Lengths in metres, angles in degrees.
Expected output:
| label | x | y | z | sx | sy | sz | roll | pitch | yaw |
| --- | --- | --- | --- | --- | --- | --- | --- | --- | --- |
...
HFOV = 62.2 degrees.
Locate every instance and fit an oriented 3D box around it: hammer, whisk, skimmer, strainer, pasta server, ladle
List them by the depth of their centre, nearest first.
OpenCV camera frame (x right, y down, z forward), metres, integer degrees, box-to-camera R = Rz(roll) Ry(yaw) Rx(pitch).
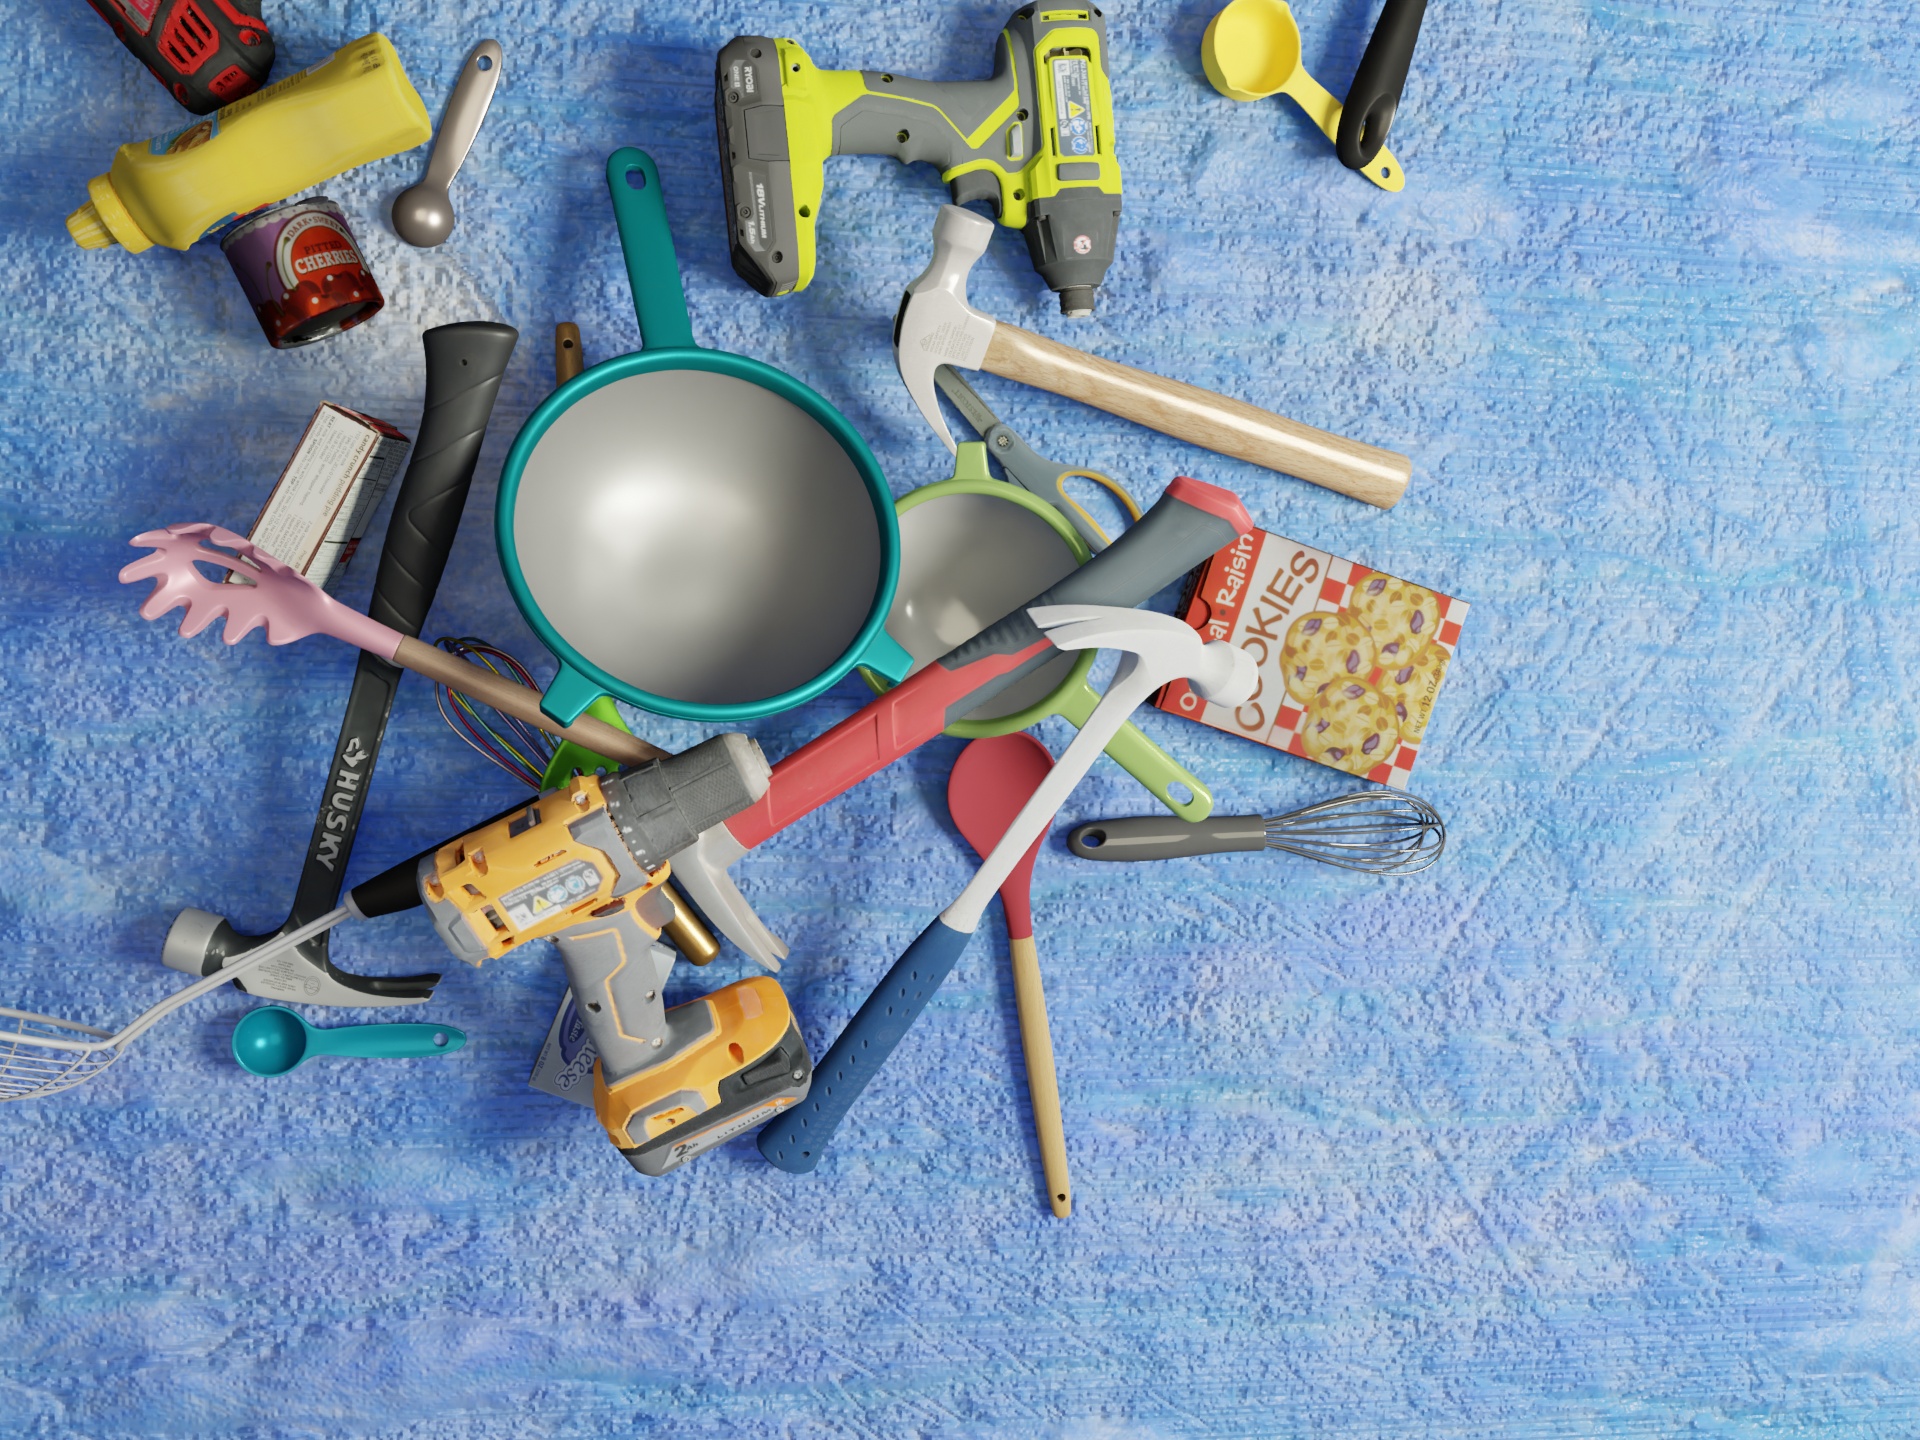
| label | x | y | z | sx | sy | sz | roll | pitch | yaw |
| --- | --- | --- | --- | --- | --- | --- | --- | --- | --- |
| pasta server | -0.268 | -0.022 | 0.827 | 0.316 | 0.040 | 0.060 | 26 | 117 | -14 |
| skimmer | -0.388 | 0.101 | 0.842 | 0.363 | 0.127 | 0.090 | -27 | 81 | -7 |
| hammer | -0.311 | -0.020 | 0.861 | 0.149 | 0.036 | 0.409 | 19 | 107 | -10 |
| strainer | -0.159 | -0.148 | 0.879 | 0.211 | 0.095 | 0.340 | -8 | 74 | -21 |
| hammer | -0.001 | -0.003 | 0.890 | 0.386 | 0.038 | 0.143 | -32 | 100 | 16 |
| hammer | -0.001 | 0.104 | 0.893 | 0.144 | 0.035 | 0.405 | 19 | 115 | -39 |
| hammer | 0.117 | -0.182 | 0.927 | 0.331 | 0.031 | 0.130 | 15 | 114 | -19 |
| whisk | -0.223 | 0.048 | 0.928 | 0.047 | 0.051 | 0.245 | -33 | 104 | 17 |
| strainer | 0.049 | -0.036 | 0.930 | 0.256 | 0.069 | 0.151 | 41 | 108 | -6 |
| whisk | 0.277 | -0.467 | 0.931 | 0.073 | 0.073 | 0.296 | 18 | 94 | -9 |
| ladle | 0.042 | 0.158 | 0.979 | 0.069 | 0.031 | 0.315 | -9 | 98 | -5 |
| whisk | 0.184 | 0.072 | 0.982 | 0.239 | 0.055 | 0.055 | -2 | 96 | -3 |

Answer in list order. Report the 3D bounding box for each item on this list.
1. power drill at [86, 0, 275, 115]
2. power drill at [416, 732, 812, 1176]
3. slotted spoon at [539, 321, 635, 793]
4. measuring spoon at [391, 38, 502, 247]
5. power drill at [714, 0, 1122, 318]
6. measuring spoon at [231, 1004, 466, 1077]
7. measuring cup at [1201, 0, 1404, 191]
| label | x | y | z | sx | sy | sz | roll | pitch | yaw |
| --- | --- | --- | --- | --- | --- | --- | --- | --- | --- |
| power drill | -0.373 | -0.444 | 0.840 | 0.219 | 0.078 | 0.143 | -42 | 99 | 1 |
| power drill | -0.157 | 0.121 | 0.863 | 0.185 | 0.084 | 0.226 | -27 | 121 | -5 |
| slotted spoon | -0.210 | -0.071 | 0.899 | 0.070 | 0.031 | 0.314 | -4 | 86 | -13 |
| measuring spoon | -0.285 | -0.325 | 0.890 | 0.034 | 0.018 | 0.124 | 22 | 91 | -9 |
| power drill | -0.020 | -0.310 | 0.901 | 0.223 | 0.080 | 0.171 | -7 | 96 | -10 |
| measuring spoon | -0.357 | 0.186 | 0.934 | 0.128 | 0.021 | 0.042 | 3 | 94 | -17 |
| measuring cup | 0.207 | -0.369 | 0.956 | 0.156 | 0.029 | 0.062 | 35 | 86 | -21 |
